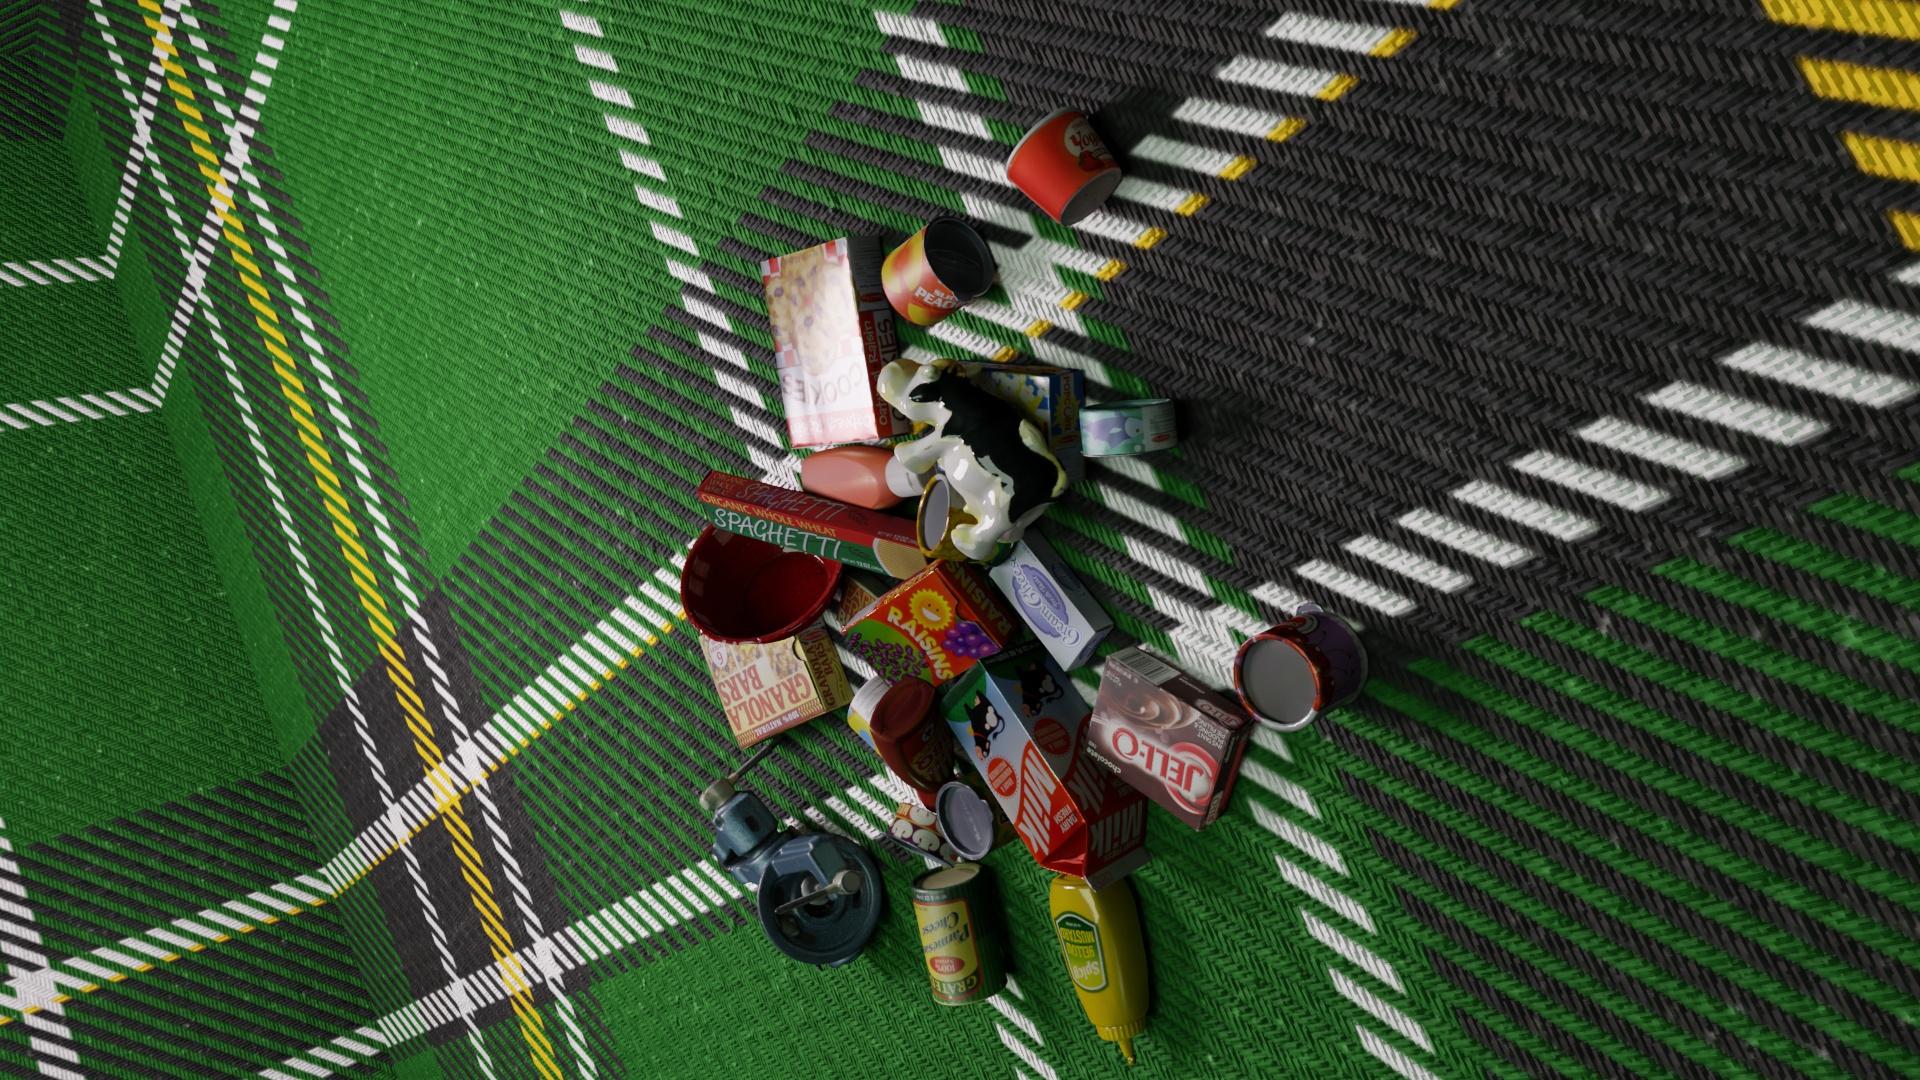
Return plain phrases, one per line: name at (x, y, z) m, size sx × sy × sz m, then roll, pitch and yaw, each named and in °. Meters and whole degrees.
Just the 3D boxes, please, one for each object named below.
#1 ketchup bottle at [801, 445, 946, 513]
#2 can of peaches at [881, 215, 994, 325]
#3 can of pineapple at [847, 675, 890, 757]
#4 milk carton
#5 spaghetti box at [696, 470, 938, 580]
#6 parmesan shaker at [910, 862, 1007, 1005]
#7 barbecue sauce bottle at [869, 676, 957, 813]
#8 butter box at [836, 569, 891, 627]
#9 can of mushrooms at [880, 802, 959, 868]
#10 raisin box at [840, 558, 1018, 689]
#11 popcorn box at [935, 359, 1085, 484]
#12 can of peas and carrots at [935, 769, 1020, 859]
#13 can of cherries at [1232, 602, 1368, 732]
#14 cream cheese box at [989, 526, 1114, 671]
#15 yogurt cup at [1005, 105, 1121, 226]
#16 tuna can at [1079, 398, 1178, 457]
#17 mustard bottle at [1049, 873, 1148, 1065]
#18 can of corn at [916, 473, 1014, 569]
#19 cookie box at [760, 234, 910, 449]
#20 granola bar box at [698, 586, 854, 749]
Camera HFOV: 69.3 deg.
ketchup bottle at (-0.074, -0.052, 1.176) m, size 0.148 × 0.044 × 0.064 m, roll -5°, pitch 107°, yaw 47°
can of peaches at (-0.018, -0.201, 1.052) m, size 0.058 × 0.071 × 0.071 m, roll -25°, pitch 84°, yaw 48°
can of pineapple at (-0.055, 0.155, 1.204) m, size 0.058 × 0.071 × 0.070 m, roll 39°, pitch 128°, yaw 33°
milk carton at (0.072, 0.177, 1.069) m, size 0.191 × 0.072 × 0.073 m, roll 55°, pitch 134°, yaw 19°
spaghetti box at (-0.122, -0.012, 1.199) m, size 0.250 × 0.029 × 0.050 m, roll 14°, pitch 142°, yaw 30°
parmesan shaker at (-0.004, 0.339, 1.203) m, size 0.071 × 0.071 × 0.103 m, roll -8°, pitch 96°, yaw 48°
barbecue sauce bottle at (-0.032, 0.177, 1.154) m, size 0.044 × 0.065 × 0.147 m, roll 23°, pitch 151°, yaw 30°
butter box at (-0.065, 0.073, 1.220) m, size 0.104 × 0.024 × 0.052 m, roll 35°, pitch 125°, yaw 35°
can of mushrooms at (-0.031, 0.254, 1.204) m, size 0.071 × 0.071 × 0.033 m, roll 11°, pitch 68°, yaw 45°
raisin box at (-0.026, 0.072, 1.132) m, size 0.123 × 0.040 × 0.086 m, roll -34°, pitch 100°, yaw 37°
popcorn box at (0.035, -0.090, 1.052) m, size 0.127 × 0.038 × 0.085 m, roll 12°, pitch 110°, yaw 44°
can of peas and carrots at (0.024, 0.220, 1.144) m, size 0.071 × 0.059 × 0.070 m, roll 16°, pitch 113°, yaw 43°
can of cherries at (0.217, 0.081, 0.895) m, size 0.071 × 0.058 × 0.071 m, roll 17°, pitch 115°, yaw 43°
cream cheese box at (0.069, 0.045, 1.068) m, size 0.104 × 0.024 × 0.053 m, roll 52°, pitch 135°, yaw 23°
yogurt cup at (0.072, -0.252, 0.946) m, size 0.054 × 0.073 × 0.072 m, roll 51°, pitch 134°, yaw 12°
tuna can at (0.113, -0.078, 0.952) m, size 0.071 × 0.071 × 0.032 m, roll 3°, pitch 103°, yaw 46°
mustard bottle at (0.116, 0.337, 1.088) m, size 0.065 × 0.049 × 0.160 m, roll -13°, pitch 92°, yaw 50°
can of corn at (0.004, -0.013, 1.076) m, size 0.071 × 0.058 × 0.071 m, roll -170°, pitch 89°, yaw -67°
cookie box at (-0.107, -0.165, 1.181) m, size 0.123 × 0.040 × 0.167 m, roll -2°, pitch 99°, yaw 47°
granola bar box at (-0.183, 0.124, 1.350) m, size 0.165 × 0.039 × 0.124 m, roll -30°, pitch 80°, yaw 47°
